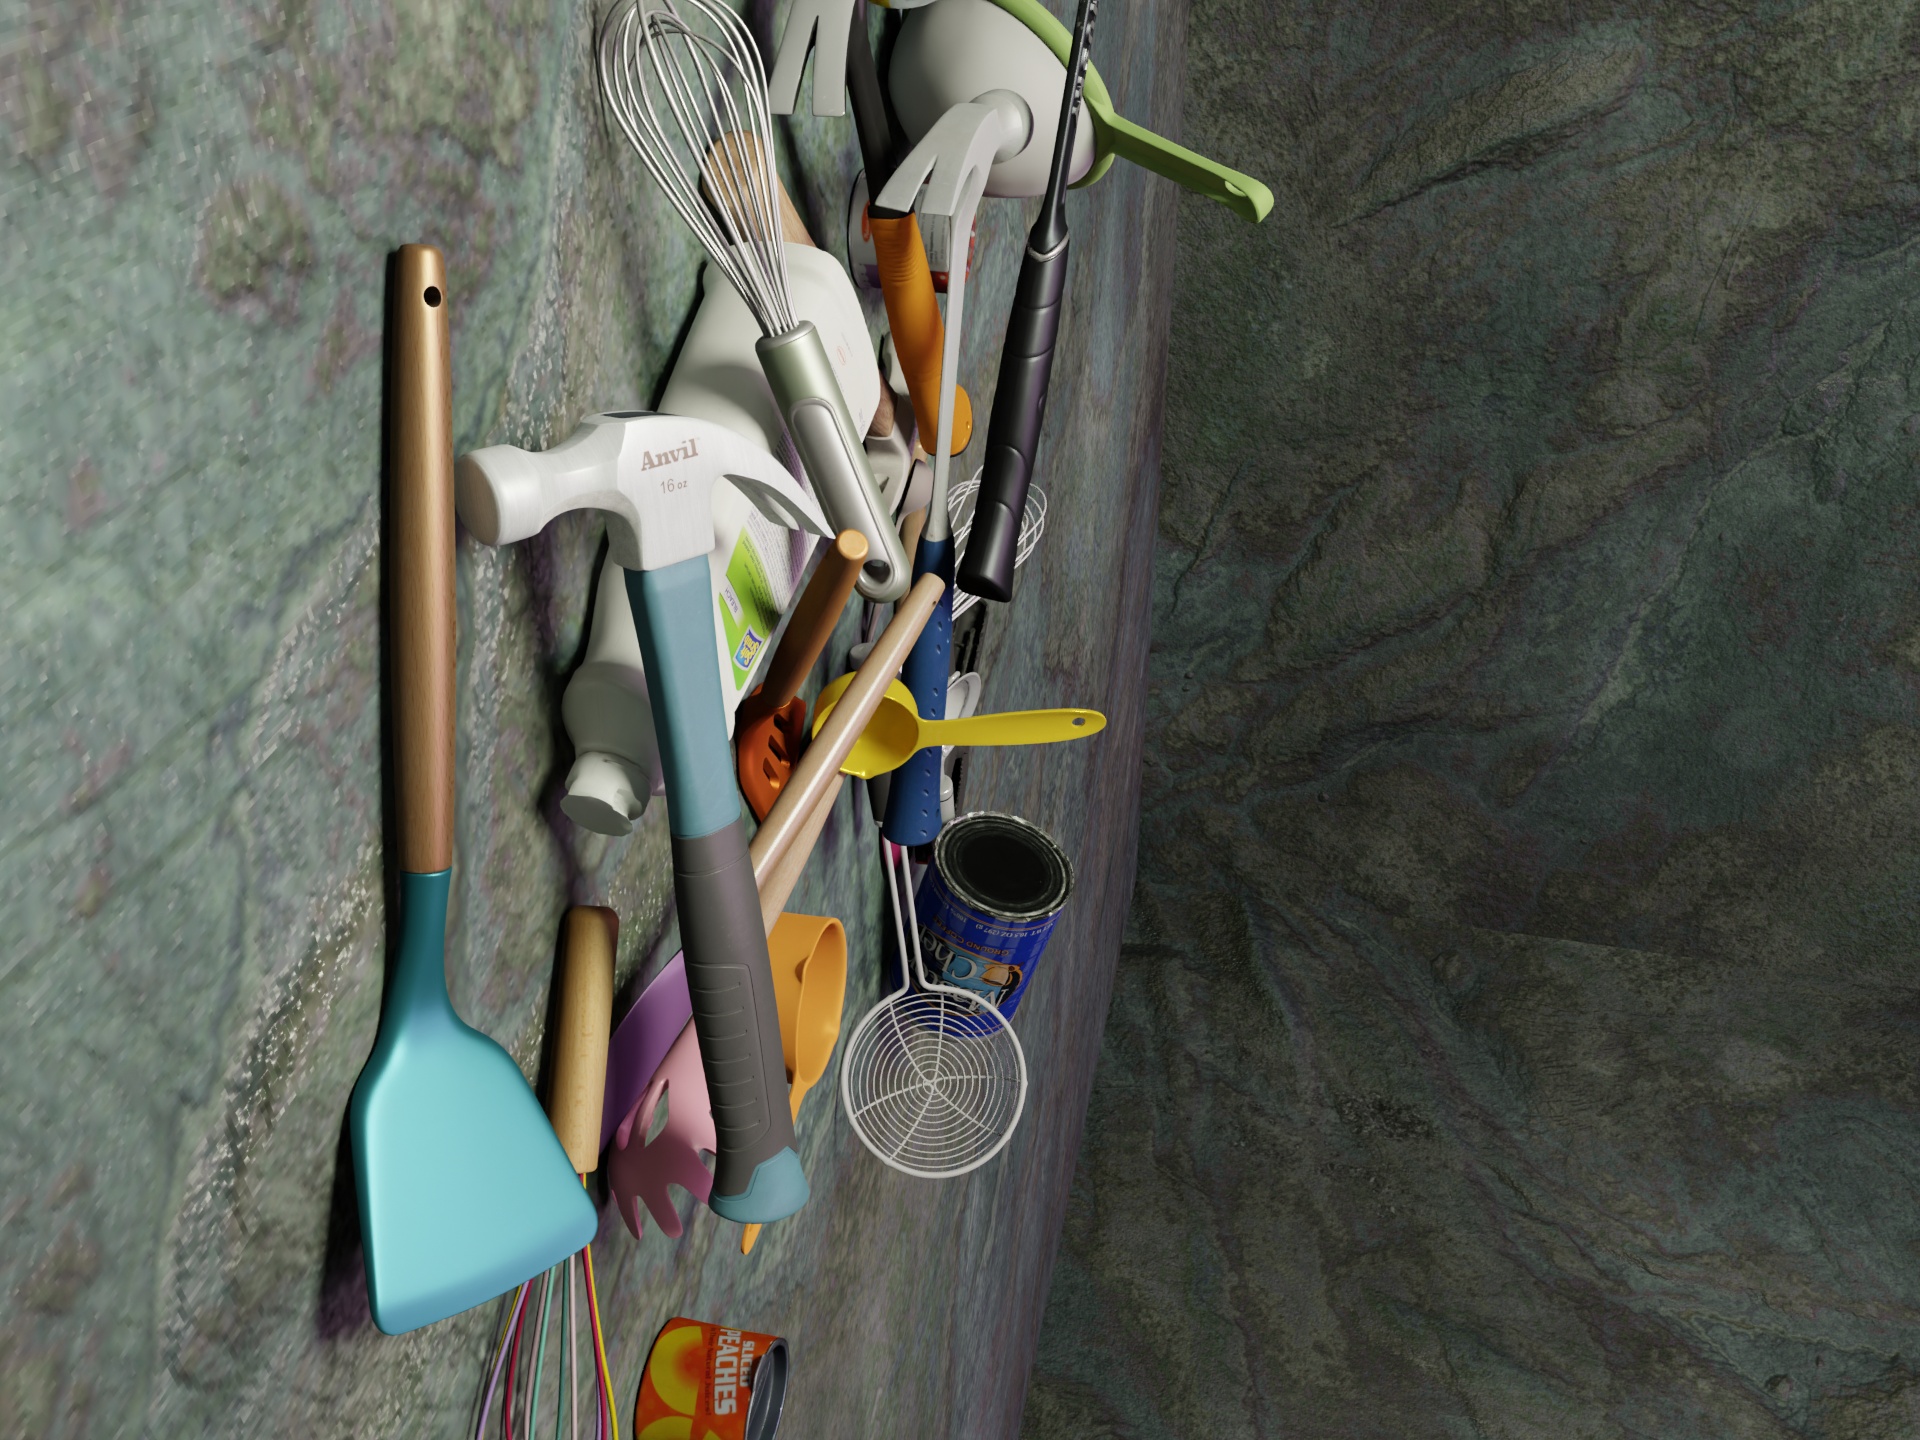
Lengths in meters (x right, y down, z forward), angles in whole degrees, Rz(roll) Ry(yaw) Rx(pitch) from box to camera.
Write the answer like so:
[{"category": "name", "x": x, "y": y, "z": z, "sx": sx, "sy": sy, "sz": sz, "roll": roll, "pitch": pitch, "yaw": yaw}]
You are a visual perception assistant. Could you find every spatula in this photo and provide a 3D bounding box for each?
[{"category": "spatula", "x": -0.086, "y": 0.056, "z": 0.709, "sx": 0.316, "sy": 0.018, "sz": 0.059, "roll": -59, "pitch": 161, "yaw": -24}, {"category": "spatula", "x": -0.071, "y": -0.018, "z": 0.726, "sx": 0.322, "sy": 0.041, "sz": 0.081, "roll": 133, "pitch": -30, "yaw": -68}, {"category": "spatula", "x": -0.153, "y": 0.021, "z": 0.479, "sx": 0.082, "sy": 0.044, "sz": 0.317, "roll": -11, "pitch": 108, "yaw": -50}]

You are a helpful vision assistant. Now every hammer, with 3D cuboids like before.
[{"category": "hammer", "x": 0.046, "y": -0.257, "z": 0.788, "sx": 0.149, "sy": 0.036, "sz": 0.409, "roll": -43, "pitch": 144, "yaw": -71}, {"category": "hammer", "x": -0.014, "y": -0.107, "z": 0.831, "sx": 0.144, "sy": 0.035, "sz": 0.405, "roll": -58, "pitch": 158, "yaw": -57}, {"category": "hammer", "x": -0.067, "y": -0.198, "z": 0.819, "sx": 0.331, "sy": 0.031, "sz": 0.130, "roll": 46, "pitch": 52, "yaw": -75}, {"category": "hammer", "x": -0.093, "y": 0.050, "z": 0.583, "sx": 0.128, "sy": 0.033, "sz": 0.330, "roll": -26, "pitch": 121, "yaw": -39}, {"category": "hammer", "x": -0.032, "y": -0.235, "z": 0.804, "sx": 0.336, "sy": 0.034, "sz": 0.127, "roll": 72, "pitch": 25, "yaw": -63}]

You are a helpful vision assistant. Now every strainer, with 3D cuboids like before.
[{"category": "strainer", "x": 0.050, "y": -0.317, "z": 0.883, "sx": 0.069, "sy": 0.256, "sz": 0.151, "roll": -50, "pitch": 155, "yaw": -12}, {"category": "strainer", "x": -0.018, "y": 0.042, "z": 1.113, "sx": 0.087, "sy": 0.050, "sz": 0.258, "roll": -45, "pitch": 152, "yaw": -28}]

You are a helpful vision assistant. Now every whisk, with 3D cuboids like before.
[{"category": "whisk", "x": -0.069, "y": -0.152, "z": 0.599, "sx": 0.059, "sy": 0.058, "sz": 0.246, "roll": -83, "pitch": 155, "yaw": -62}, {"category": "whisk", "x": -0.150, "y": 0.195, "z": 0.614, "sx": 0.051, "sy": 0.047, "sz": 0.245, "roll": 24, "pitch": 70, "yaw": -77}, {"category": "whisk", "x": -0.028, "y": -0.057, "z": 0.963, "sx": 0.285, "sy": 0.070, "sz": 0.070, "roll": -58, "pitch": 156, "yaw": -34}]

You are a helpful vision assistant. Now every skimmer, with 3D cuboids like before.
[{"category": "skimmer", "x": -0.032, "y": 0.130, "z": 1.032, "sx": 0.090, "sy": 0.127, "sz": 0.363, "roll": -112, "pitch": -167, "yaw": -63}]

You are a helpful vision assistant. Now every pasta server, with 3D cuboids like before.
[{"category": "pasta server", "x": -0.096, "y": 0.105, "z": 0.779, "sx": 0.040, "sy": 0.060, "sz": 0.316, "roll": 58, "pitch": 34, "yaw": -29}]

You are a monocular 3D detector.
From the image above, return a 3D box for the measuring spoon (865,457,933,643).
[{"category": "measuring spoon", "x": -0.037, "y": -0.102, "z": 0.991, "sx": 0.034, "sy": 0.018, "sz": 0.124, "roll": -94, "pitch": -160, "yaw": -67}]

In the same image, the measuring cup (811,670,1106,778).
[{"category": "measuring cup", "x": -0.001, "y": -0.003, "z": 0.845, "sx": 0.029, "sy": 0.156, "sz": 0.062, "roll": -101, "pitch": -169, "yaw": -49}]

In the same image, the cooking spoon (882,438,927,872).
[{"category": "cooking spoon", "x": -0.037, "y": -0.036, "z": 1.098, "sx": 0.069, "sy": 0.017, "sz": 0.318, "roll": -60, "pitch": 155, "yaw": -64}]

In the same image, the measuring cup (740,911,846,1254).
[{"category": "measuring cup", "x": -0.105, "y": 0.179, "z": 0.807, "sx": 0.095, "sy": 0.052, "sz": 0.174, "roll": 78, "pitch": 23, "yaw": -59}]
